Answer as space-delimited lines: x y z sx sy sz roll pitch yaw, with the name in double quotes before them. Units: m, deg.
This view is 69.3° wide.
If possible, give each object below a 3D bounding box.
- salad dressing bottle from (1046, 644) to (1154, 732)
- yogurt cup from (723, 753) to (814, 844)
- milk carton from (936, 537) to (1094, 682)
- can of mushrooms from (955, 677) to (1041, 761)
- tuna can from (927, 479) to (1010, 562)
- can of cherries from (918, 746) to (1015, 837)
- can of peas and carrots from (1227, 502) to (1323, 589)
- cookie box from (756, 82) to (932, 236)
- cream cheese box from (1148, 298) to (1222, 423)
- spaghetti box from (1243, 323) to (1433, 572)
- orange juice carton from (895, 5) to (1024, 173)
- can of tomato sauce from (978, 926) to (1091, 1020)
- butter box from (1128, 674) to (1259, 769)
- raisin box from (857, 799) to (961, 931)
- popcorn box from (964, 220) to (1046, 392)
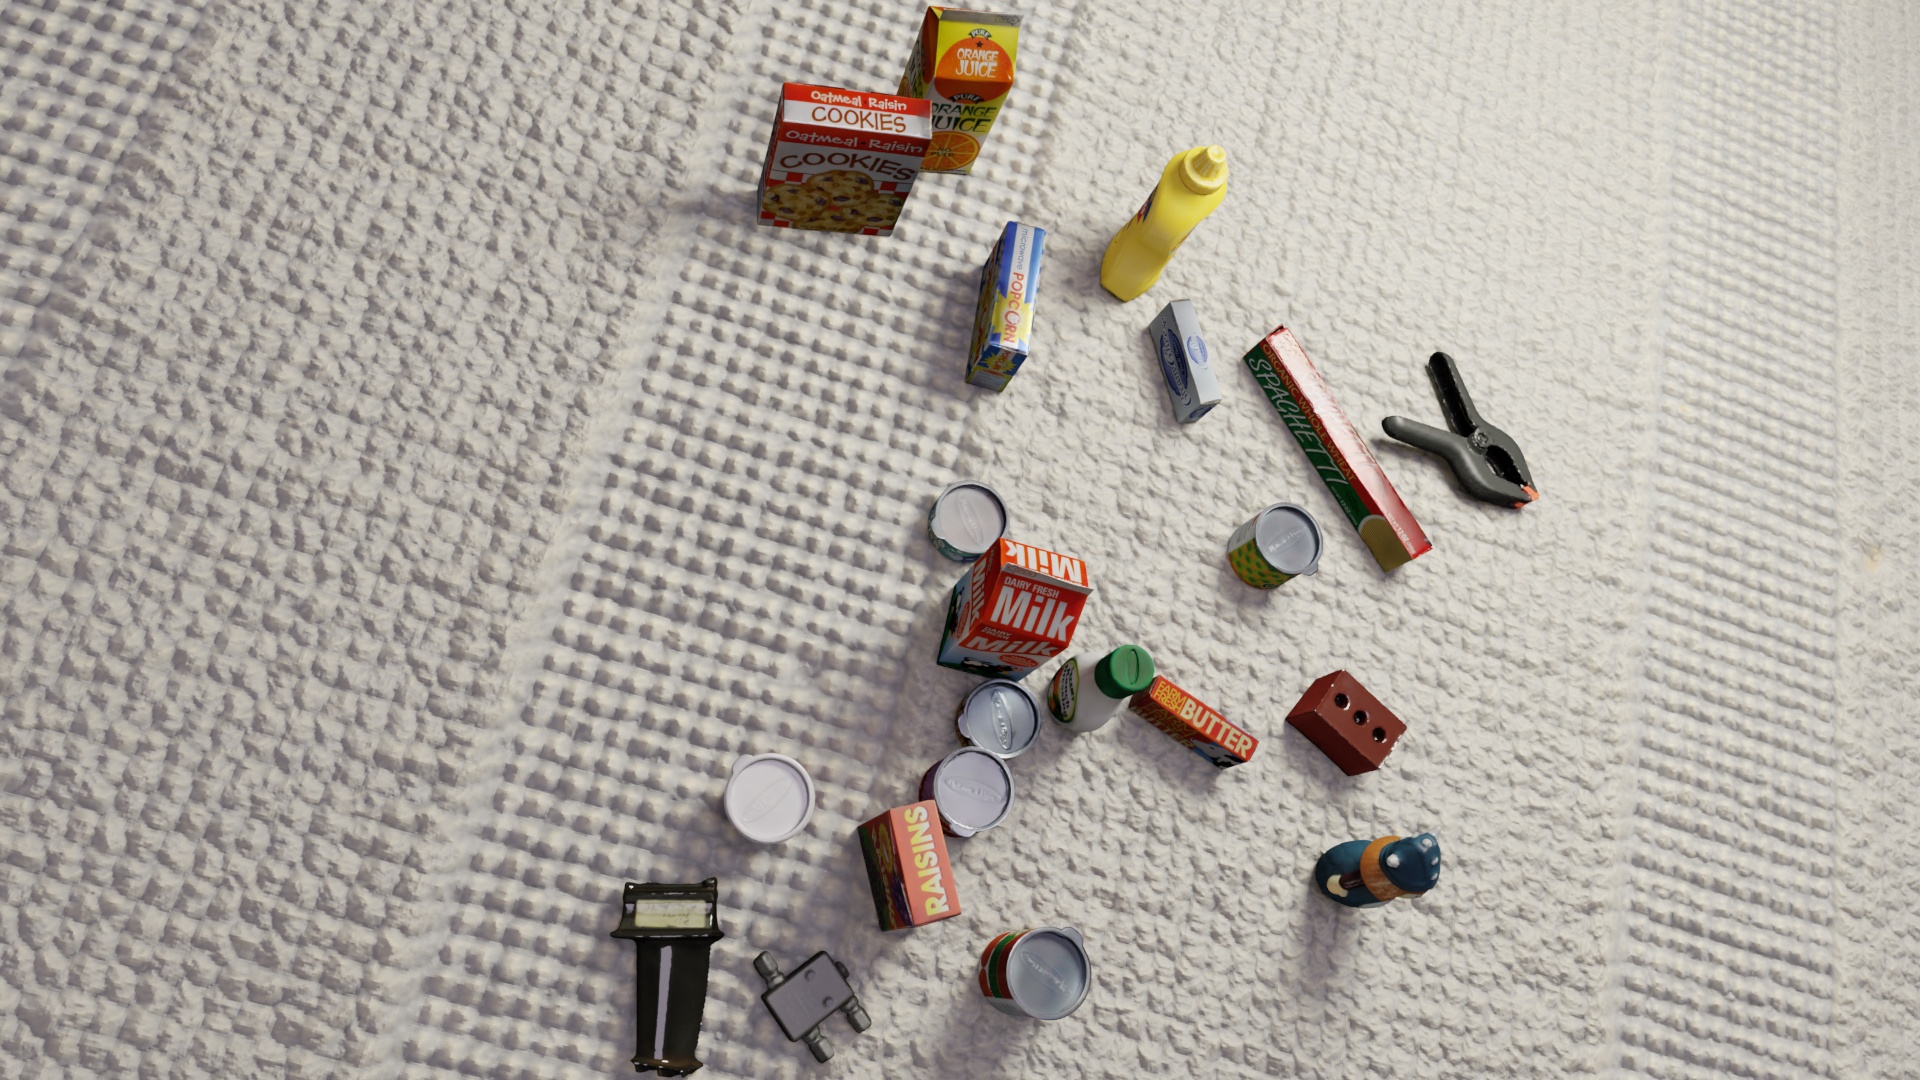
"salad dressing bottle" 0.112 0.116 1.114 0.044 0.147 0.064 8 71 -13
"yogurt cup" -0.149 0.200 1.065 0.072 0.053 0.072 5 72 -14
"milk carton" 0.042 0.053 1.091 0.072 0.190 0.073 16 70 -10
"can of mushrooms" 0.028 0.149 1.142 0.071 0.033 0.071 5 72 -14
"tuna can" 0.004 -0.015 1.188 0.071 0.032 0.071 5 72 -14
"can of cherries" 0.003 0.203 1.104 0.071 0.058 0.071 5 72 -14
"can of peas and carrots" 0.283 0.008 1.244 0.071 0.058 0.071 5 72 -14
"cookie box" -0.102 -0.321 1.183 0.123 0.167 0.040 2 73 -15
"cream cheese box" 0.207 -0.165 1.281 0.024 0.053 0.104 -10 76 -18
"spaghetti box" 0.350 -0.086 1.297 0.029 0.050 0.250 -29 82 -21
"orange juice carton" -0.005 -0.405 1.224 0.072 0.192 0.073 0 73 -16
"can of tomato sauce" 0.056 0.330 1.065 0.071 0.082 0.071 5 72 -14
"butter box" 0.196 0.155 1.176 0.103 0.053 0.024 34 68 -3
"raisin box" -0.041 0.245 1.043 0.040 0.123 0.086 -9 76 -18
"popcorn box" 0.040 -0.207 1.231 0.038 0.085 0.127 13 70 -11
